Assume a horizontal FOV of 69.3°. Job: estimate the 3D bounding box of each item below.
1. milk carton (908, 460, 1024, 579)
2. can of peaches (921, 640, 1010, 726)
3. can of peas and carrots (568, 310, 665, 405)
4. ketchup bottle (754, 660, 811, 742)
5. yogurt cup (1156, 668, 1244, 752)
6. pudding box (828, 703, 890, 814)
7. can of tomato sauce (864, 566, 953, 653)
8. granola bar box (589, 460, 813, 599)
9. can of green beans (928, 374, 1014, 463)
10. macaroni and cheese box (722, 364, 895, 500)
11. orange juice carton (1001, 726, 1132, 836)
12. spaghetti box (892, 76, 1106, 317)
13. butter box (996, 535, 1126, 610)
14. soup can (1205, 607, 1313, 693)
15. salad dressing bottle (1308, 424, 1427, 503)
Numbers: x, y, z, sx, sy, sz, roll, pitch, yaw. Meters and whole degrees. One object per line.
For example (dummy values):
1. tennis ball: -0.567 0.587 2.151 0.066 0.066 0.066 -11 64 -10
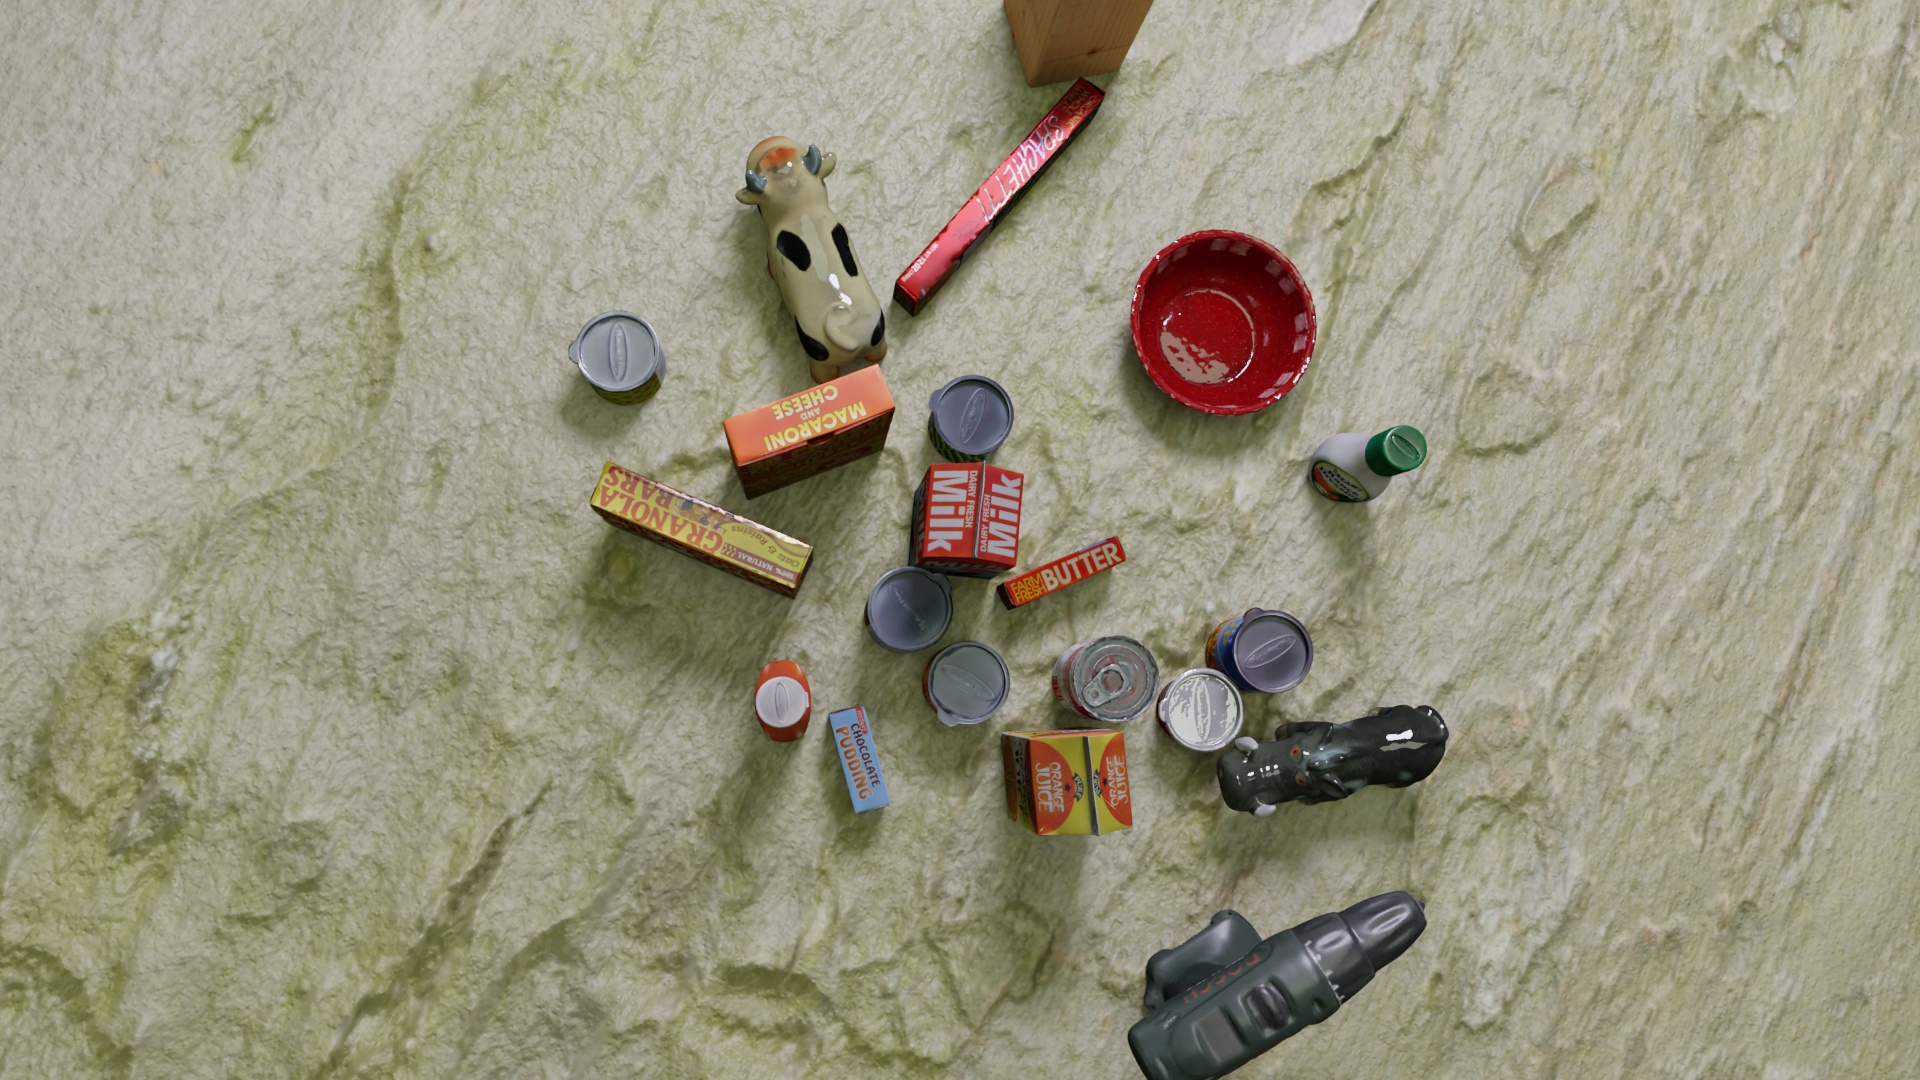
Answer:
1. milk carton: 0.004 -0.013 1.076 0.073 0.190 0.072 6 83 -6
2. can of peaches: 0.002 0.117 1.126 0.071 0.058 0.071 1 83 -7
3. can of peas and carrots: -0.277 -0.147 1.126 0.071 0.058 0.071 1 83 -7
4. ketchup bottle: -0.135 0.123 1.063 0.043 0.148 0.065 -5 84 -7
5. yogurt cup: 0.195 0.140 1.148 0.072 0.054 0.072 1 83 -7
6. pudding box: -0.081 0.175 1.114 0.030 0.049 0.083 -15 85 -8
7. can of tomato sauce: -0.042 0.056 1.116 0.071 0.083 0.071 1 83 -7
8. granola bar box: -0.198 -0.004 1.084 0.165 0.124 0.039 23 82 -4
9. can of green beans: 0.008 -0.099 1.154 0.071 0.057 0.071 1 83 -7
10. macaroni and cheese box: -0.117 -0.081 1.082 0.124 0.166 0.040 -21 86 -9
11. orange juice carton: 0.082 0.181 1.060 0.073 0.192 0.072 -4 84 -7
12. spaghetti box: 0.033 -0.294 1.185 0.028 0.050 0.250 41 80 -1
13. butter box: 0.083 0.027 1.149 0.104 0.053 0.024 -22 87 -9
14. soup can: 0.243 0.090 1.145 0.071 0.083 0.071 1 83 -7
15. salad dressing bottle: 0.335 -0.065 1.143 0.064 0.147 0.044 41 81 -1
